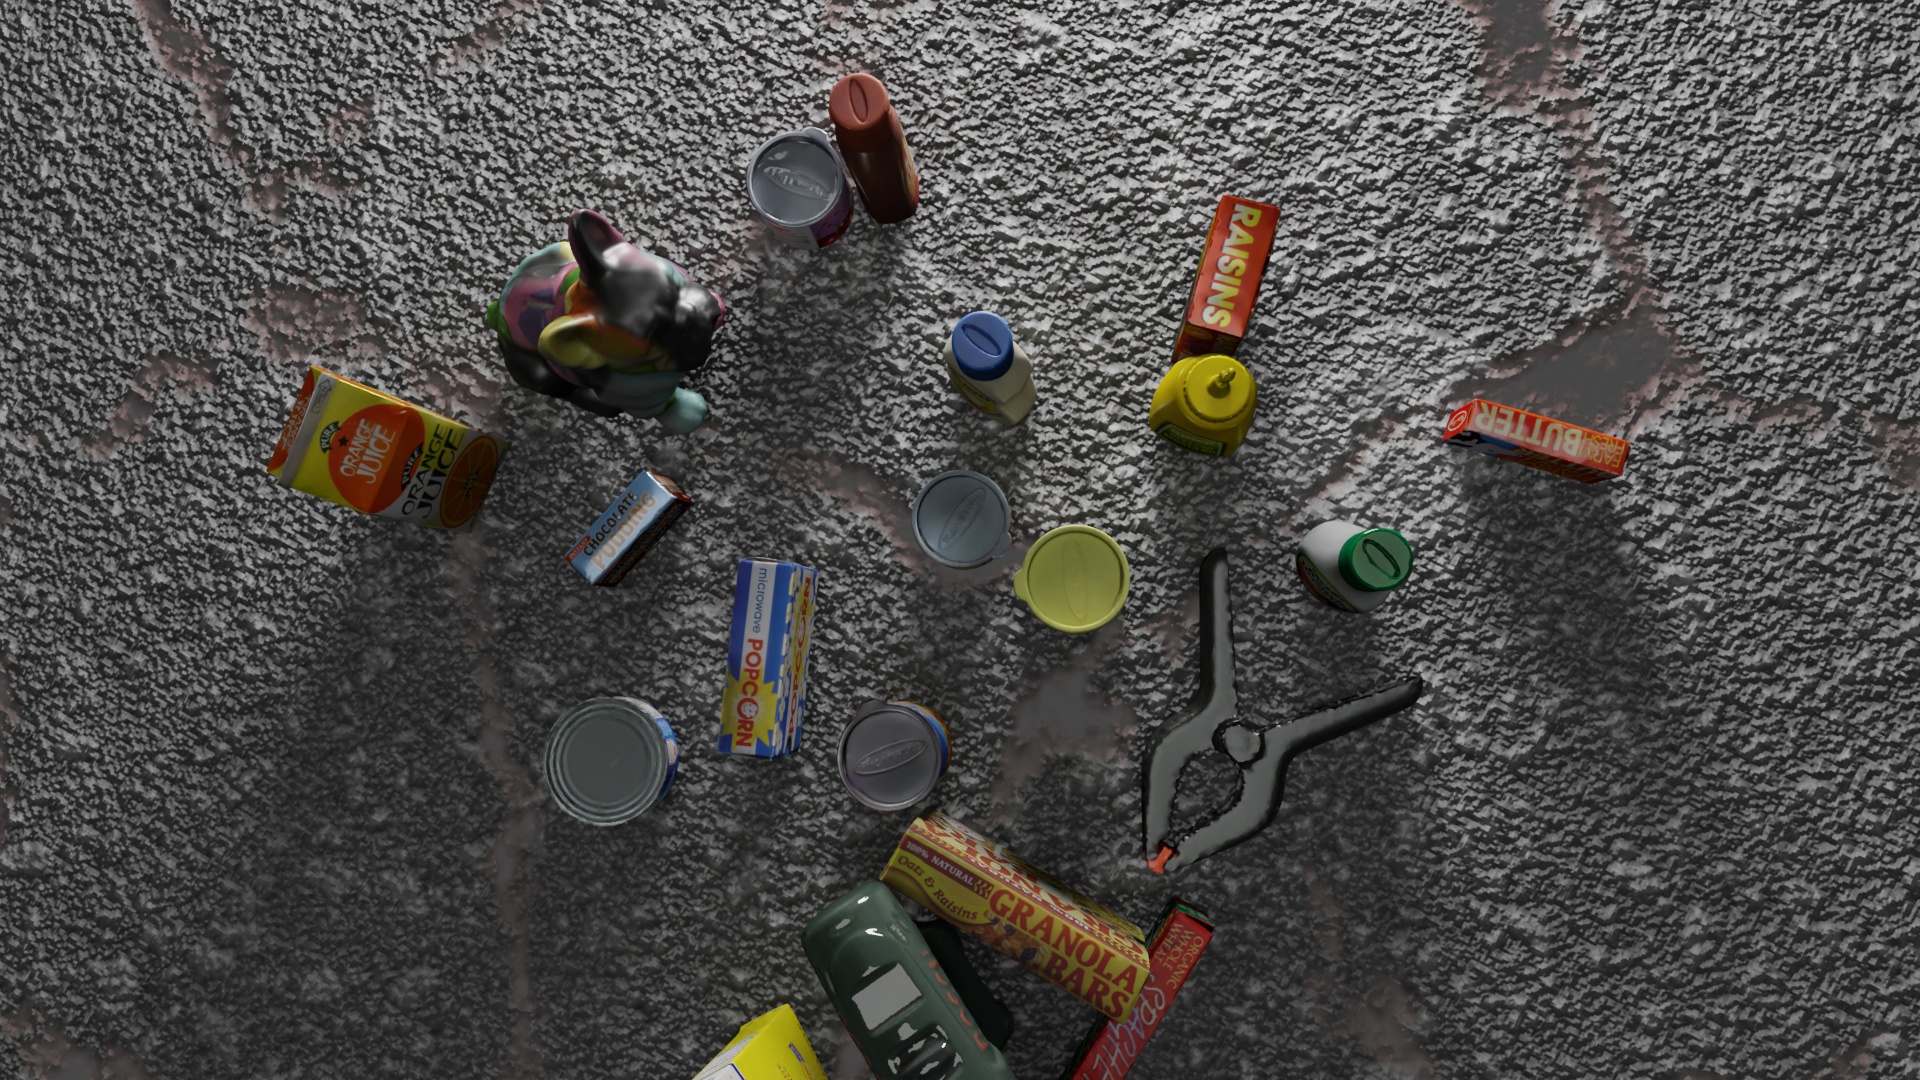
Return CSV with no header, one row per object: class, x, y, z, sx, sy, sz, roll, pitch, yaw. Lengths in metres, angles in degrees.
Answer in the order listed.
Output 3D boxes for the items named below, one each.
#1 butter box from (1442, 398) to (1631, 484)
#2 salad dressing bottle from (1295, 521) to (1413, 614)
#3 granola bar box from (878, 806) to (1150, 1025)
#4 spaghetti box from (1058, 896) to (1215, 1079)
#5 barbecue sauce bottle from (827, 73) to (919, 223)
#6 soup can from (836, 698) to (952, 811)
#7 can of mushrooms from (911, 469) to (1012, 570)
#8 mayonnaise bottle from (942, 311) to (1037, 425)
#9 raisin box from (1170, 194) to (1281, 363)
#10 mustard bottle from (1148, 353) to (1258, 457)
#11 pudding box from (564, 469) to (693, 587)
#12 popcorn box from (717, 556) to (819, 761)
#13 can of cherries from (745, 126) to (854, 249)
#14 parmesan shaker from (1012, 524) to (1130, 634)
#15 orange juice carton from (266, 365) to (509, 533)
butter box,0.374,-0.064,0.906,0.103,0.053,0.024,17,87,6
salad dressing bottle,0.245,0.015,0.861,0.044,0.147,0.064,-41,84,0
granola bar box,0.036,0.228,0.869,0.166,0.124,0.039,29,88,6
spaghetti box,0.086,0.343,0.892,0.029,0.050,0.250,32,88,6
barbecue sauce bottle,-0.057,-0.258,0.907,0.044,0.148,0.065,-13,85,3
soup can,-0.042,0.136,0.903,0.071,0.083,0.071,0,85,4
can of mushrooms,0.003,-0.012,0.938,0.071,0.033,0.071,0,85,4
mayonnaise bottle,0.017,-0.112,0.889,0.065,0.148,0.041,39,89,6
raisin box,0.169,-0.161,0.894,0.040,0.123,0.086,17,87,6
mustard bottle,0.155,-0.087,0.870,0.065,0.160,0.049,20,87,6
pudding box,-0.226,-0.008,0.947,0.030,0.049,0.084,43,89,6
popcorn box,-0.125,0.077,0.914,0.038,0.085,0.126,6,86,5
can of cherries,-0.107,-0.241,0.955,0.071,0.058,0.071,0,85,4
parmesan shaker,0.071,0.027,0.895,0.071,0.103,0.071,0,85,4
orange juice carton,-0.371,-0.057,0.890,0.073,0.192,0.072,22,87,6
